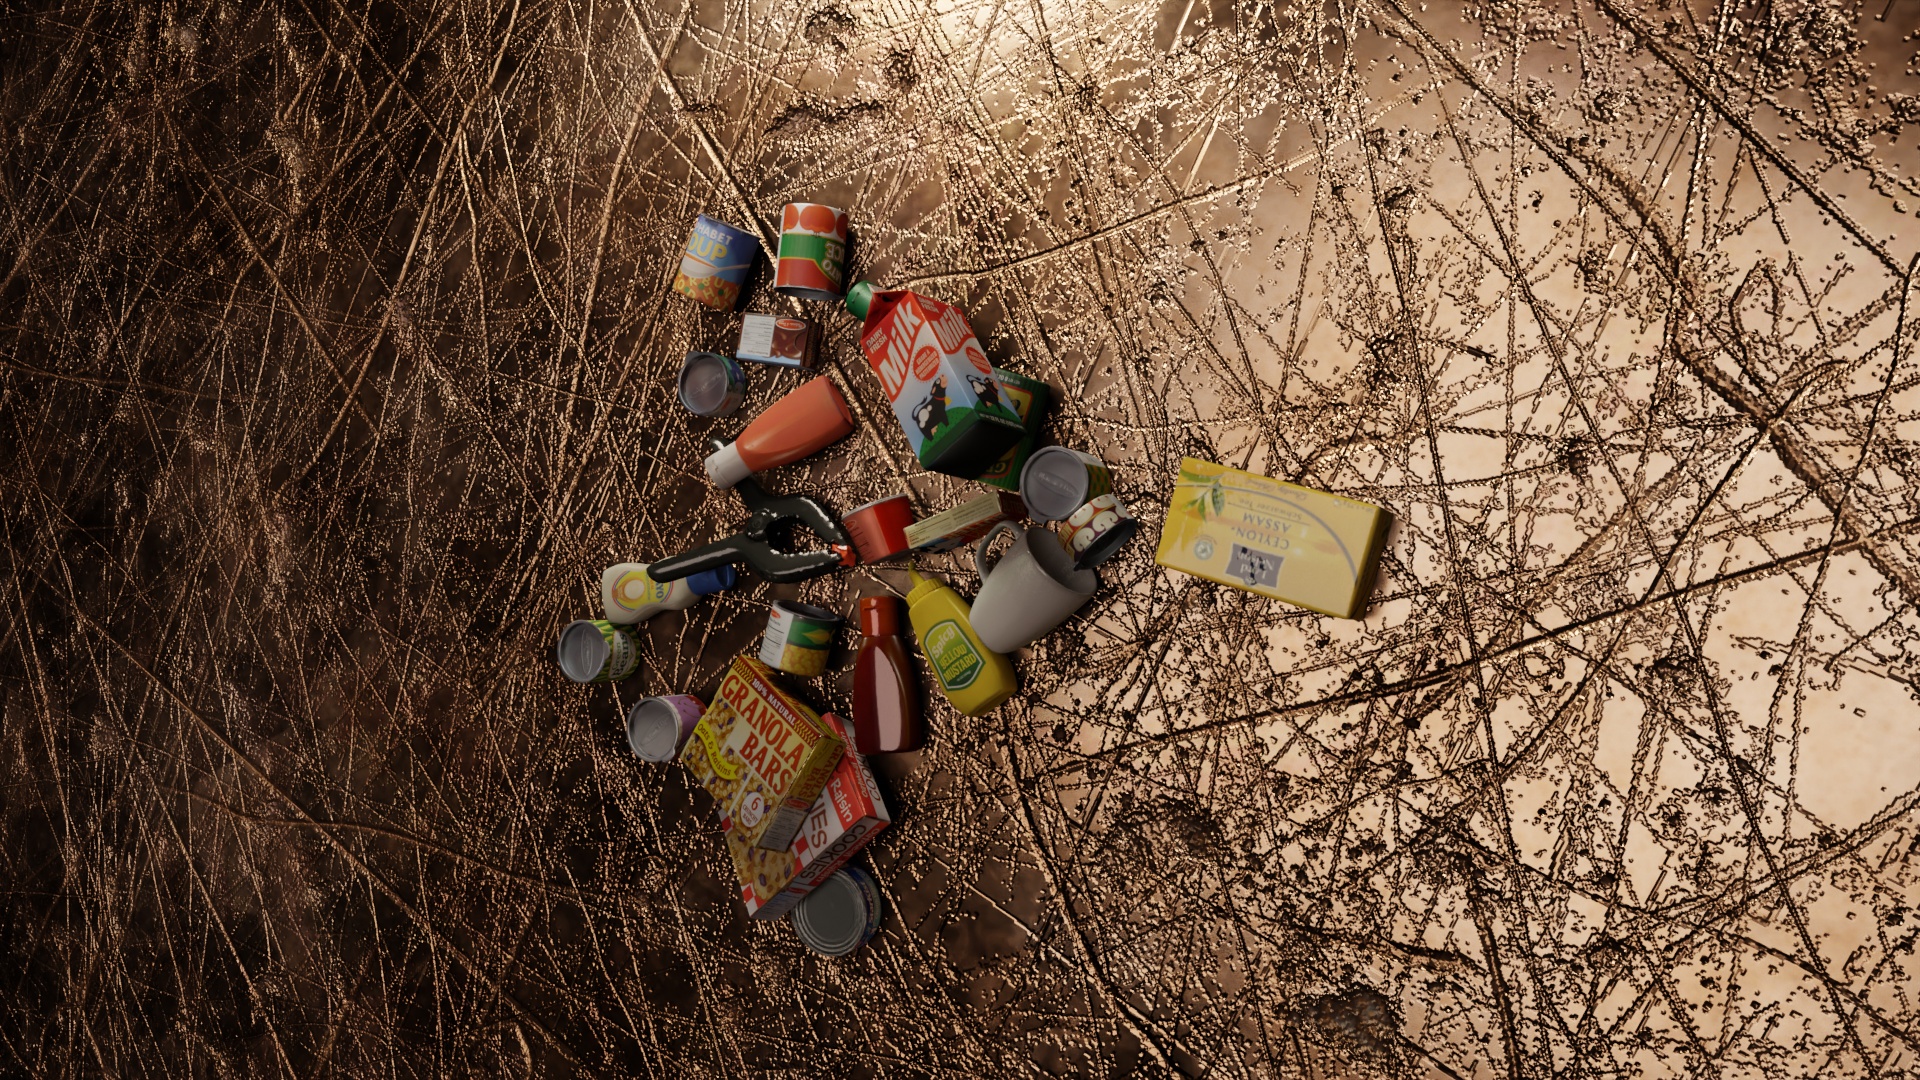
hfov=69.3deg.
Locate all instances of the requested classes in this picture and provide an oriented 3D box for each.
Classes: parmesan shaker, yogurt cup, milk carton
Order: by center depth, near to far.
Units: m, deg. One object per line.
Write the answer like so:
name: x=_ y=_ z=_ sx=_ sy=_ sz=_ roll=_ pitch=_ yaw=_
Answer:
milk carton: x=-0.024 y=-0.152 z=1.236 sx=0.073 sy=0.072 sz=0.191 roll=-41 pitch=59 yaw=27
parmesan shaker: x=0.034 y=-0.103 z=1.270 sx=0.071 sy=0.071 sz=0.103 roll=19 pitch=96 yaw=27
yogurt cup: x=-0.073 y=-0.009 z=1.322 sx=0.072 sy=0.072 sz=0.054 roll=-22 pitch=86 yaw=24

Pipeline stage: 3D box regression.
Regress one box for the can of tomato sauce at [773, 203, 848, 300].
can of tomato sauce: x=-0.146 y=-0.284 z=1.374 sx=0.071 sy=0.071 sz=0.083 roll=6 pitch=89 yaw=27

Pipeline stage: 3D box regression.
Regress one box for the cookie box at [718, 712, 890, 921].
cookie box: x=-0.153 y=0.266 z=1.336 sx=0.167 sy=0.040 sz=0.123 roll=-43 pitch=49 yaw=19

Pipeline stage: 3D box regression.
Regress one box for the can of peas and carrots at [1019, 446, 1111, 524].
can of peas and carrots: x=0.094 y=-0.047 z=1.241 sx=0.071 sy=0.059 sz=0.071 roll=-1 pitch=87 yaw=27

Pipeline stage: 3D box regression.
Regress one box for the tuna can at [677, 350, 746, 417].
tuna can: x=-0.259 y=-0.163 z=1.442 sx=0.071 sy=0.033 sz=0.071 roll=-2 pitch=86 yaw=27

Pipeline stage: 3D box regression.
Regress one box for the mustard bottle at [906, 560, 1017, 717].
mustard bottle: x=-0.011 y=0.086 z=1.292 sx=0.065 sy=0.049 sz=0.160 roll=-39 pitch=71 yaw=18

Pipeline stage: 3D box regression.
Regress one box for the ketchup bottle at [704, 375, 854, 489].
ketchup bottle: x=-0.182 y=-0.102 z=1.374 sx=0.149 sy=0.043 sz=0.065 roll=-29 pitch=68 yaw=8

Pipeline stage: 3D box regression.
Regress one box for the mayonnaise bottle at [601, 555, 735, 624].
mayonnaise bottle: x=-0.305 y=0.046 z=1.448 sx=0.148 sy=0.041 sz=0.065 roll=-13 pitch=80 yaw=25

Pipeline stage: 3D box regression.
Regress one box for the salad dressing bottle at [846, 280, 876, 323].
salad dressing bottle: x=-0.047 y=-0.199 z=1.332 sx=0.148 sy=0.044 sz=0.064 roll=38 pitch=105 yaw=25

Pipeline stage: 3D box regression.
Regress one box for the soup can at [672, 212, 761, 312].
soup can: x=-0.252 y=-0.285 z=1.424 sx=0.071 sy=0.071 sz=0.083 roll=27 pitch=100 yaw=26

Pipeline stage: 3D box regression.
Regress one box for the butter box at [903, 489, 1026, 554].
butter box: x=0.005 y=-0.016 z=1.288 sx=0.103 sy=0.053 sz=0.024 roll=-23 pitch=75 yaw=23

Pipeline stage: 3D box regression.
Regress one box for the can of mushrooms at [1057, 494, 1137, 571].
can of mushrooms: x=0.118 y=-0.006 z=1.221 sx=0.071 sy=0.071 sz=0.033 roll=-45 pitch=68 yaw=18

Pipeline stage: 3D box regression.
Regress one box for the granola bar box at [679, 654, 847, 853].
granola bar box: x=-0.194 y=0.203 z=1.345 sx=0.166 sy=0.039 sz=0.124 roll=35 pitch=95 yaw=45

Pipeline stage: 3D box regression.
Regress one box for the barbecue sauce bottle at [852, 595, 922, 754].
barbecue sauce bottle: x=-0.073 y=0.128 z=1.324 sx=0.065 sy=0.044 sz=0.148 roll=-8 pitch=83 yaw=26

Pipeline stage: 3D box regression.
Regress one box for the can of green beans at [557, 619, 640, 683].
can of green beans: x=-0.383 y=0.117 z=1.474 sx=0.071 sy=0.058 sz=0.071 roll=-2 pitch=86 yaw=27

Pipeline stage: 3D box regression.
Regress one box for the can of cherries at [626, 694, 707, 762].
can of cherries: x=-0.298 y=0.194 z=1.426 sx=0.071 sy=0.058 sz=0.071 roll=-2 pitch=86 yaw=26

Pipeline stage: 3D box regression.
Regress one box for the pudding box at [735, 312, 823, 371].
pudding box: x=-0.184 y=-0.202 z=1.408 sx=0.084 sy=0.030 sz=0.049 roll=10 pitch=91 yaw=27

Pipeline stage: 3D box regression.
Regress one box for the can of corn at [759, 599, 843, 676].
can of corn: x=-0.156 y=0.096 z=1.358 sx=0.071 sy=0.071 sz=0.058 roll=19 pitch=97 yaw=27
